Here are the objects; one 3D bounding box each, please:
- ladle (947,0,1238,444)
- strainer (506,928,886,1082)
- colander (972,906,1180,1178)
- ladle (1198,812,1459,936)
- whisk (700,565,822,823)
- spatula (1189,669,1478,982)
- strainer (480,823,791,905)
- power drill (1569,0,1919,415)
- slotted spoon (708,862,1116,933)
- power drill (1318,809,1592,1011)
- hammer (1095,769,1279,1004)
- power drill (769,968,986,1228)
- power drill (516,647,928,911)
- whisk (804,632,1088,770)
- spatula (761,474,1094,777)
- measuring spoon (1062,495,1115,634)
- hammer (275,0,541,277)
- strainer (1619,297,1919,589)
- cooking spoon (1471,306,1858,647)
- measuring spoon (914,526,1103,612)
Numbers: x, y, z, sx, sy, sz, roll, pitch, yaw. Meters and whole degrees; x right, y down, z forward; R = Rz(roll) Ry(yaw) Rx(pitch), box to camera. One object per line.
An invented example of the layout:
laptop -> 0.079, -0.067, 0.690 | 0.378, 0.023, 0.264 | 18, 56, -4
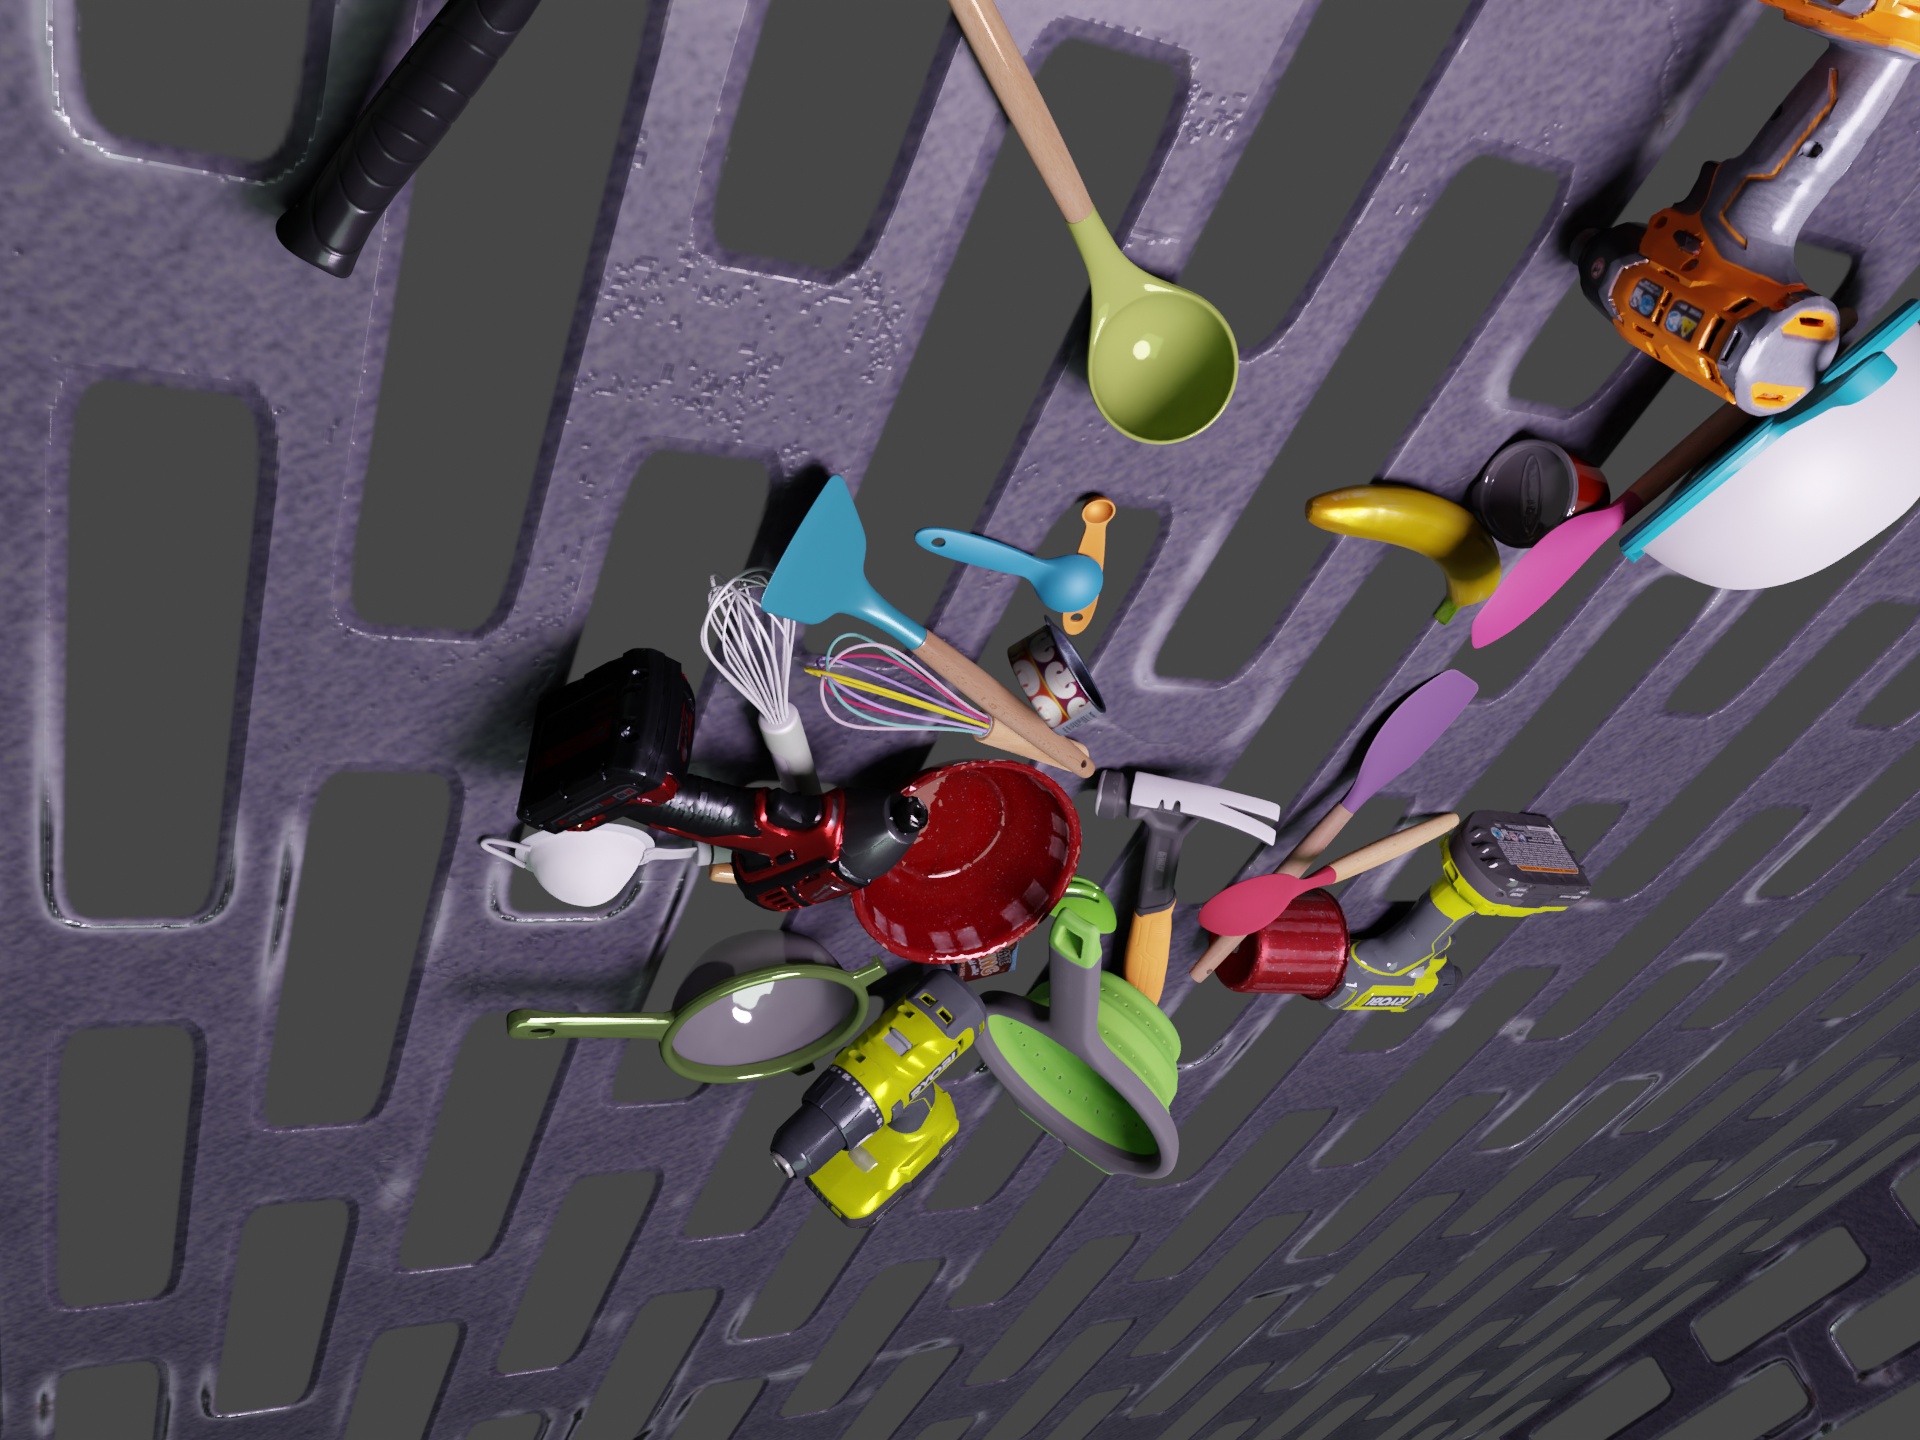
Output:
ladle -> 0.049, -0.247, 0.729 | 0.078, 0.062, 0.319 | -32, 138, 8
strainer -> -0.191, 0.190, 1.112 | 0.256, 0.069, 0.151 | 6, 137, -30
colander -> 0.107, 0.222, 1.222 | 0.094, 0.205, 0.396 | -47, 155, -25
ladle -> 0.293, 0.111, 1.208 | 0.315, 0.031, 0.069 | -14, 150, -41
whisk -> -0.110, -0.006, 0.944 | 0.059, 0.058, 0.246 | -44, 152, -22
spatula -> 0.277, 0.085, 1.215 | 0.059, 0.018, 0.316 | 23, 113, -37
strainer -> -0.173, 0.086, 1.026 | 0.258, 0.050, 0.086 | -5, 154, -25
power drill -> 0.393, -0.286, 0.784 | 0.084, 0.164, 0.226 | 0, 124, -25
slotted spoon -> -0.025, 0.118, 1.126 | 0.313, 0.070, 0.031 | 7, 114, -24
power drill -> 0.429, 0.177, 1.386 | 0.171, 0.080, 0.223 | 7, 137, -33
hammer -> 0.157, 0.154, 1.233 | 0.127, 0.034, 0.336 | 11, 144, 8
power drill -> -0.068, 0.311, 1.244 | 0.190, 0.080, 0.228 | -39, 156, -27
power drill -> -0.130, 0.045, 0.925 | 0.143, 0.079, 0.219 | -22, 143, 38
whisk -> -0.003, -0.004, 1.006 | 0.047, 0.051, 0.244 | -24, 151, 37
spatula -> -0.004, -0.033, 0.943 | 0.317, 0.044, 0.082 | 36, 80, -42
measuring spoon -> 0.075, -0.093, 0.958 | 0.021, 0.011, 0.116 | -4, 142, -8
hammer -> -0.155, -0.276, 0.570 | 0.035, 0.146, 0.334 | 22, 135, -41
strainer -> 0.494, -0.142, 0.896 | 0.211, 0.095, 0.340 | -42, 171, 14
cooking spoon -> 0.433, -0.152, 0.978 | 0.319, 0.017, 0.068 | -40, 147, -5
measuring spoon -> 0.030, -0.086, 0.926 | 0.128, 0.021, 0.042 | 13, 137, -30
